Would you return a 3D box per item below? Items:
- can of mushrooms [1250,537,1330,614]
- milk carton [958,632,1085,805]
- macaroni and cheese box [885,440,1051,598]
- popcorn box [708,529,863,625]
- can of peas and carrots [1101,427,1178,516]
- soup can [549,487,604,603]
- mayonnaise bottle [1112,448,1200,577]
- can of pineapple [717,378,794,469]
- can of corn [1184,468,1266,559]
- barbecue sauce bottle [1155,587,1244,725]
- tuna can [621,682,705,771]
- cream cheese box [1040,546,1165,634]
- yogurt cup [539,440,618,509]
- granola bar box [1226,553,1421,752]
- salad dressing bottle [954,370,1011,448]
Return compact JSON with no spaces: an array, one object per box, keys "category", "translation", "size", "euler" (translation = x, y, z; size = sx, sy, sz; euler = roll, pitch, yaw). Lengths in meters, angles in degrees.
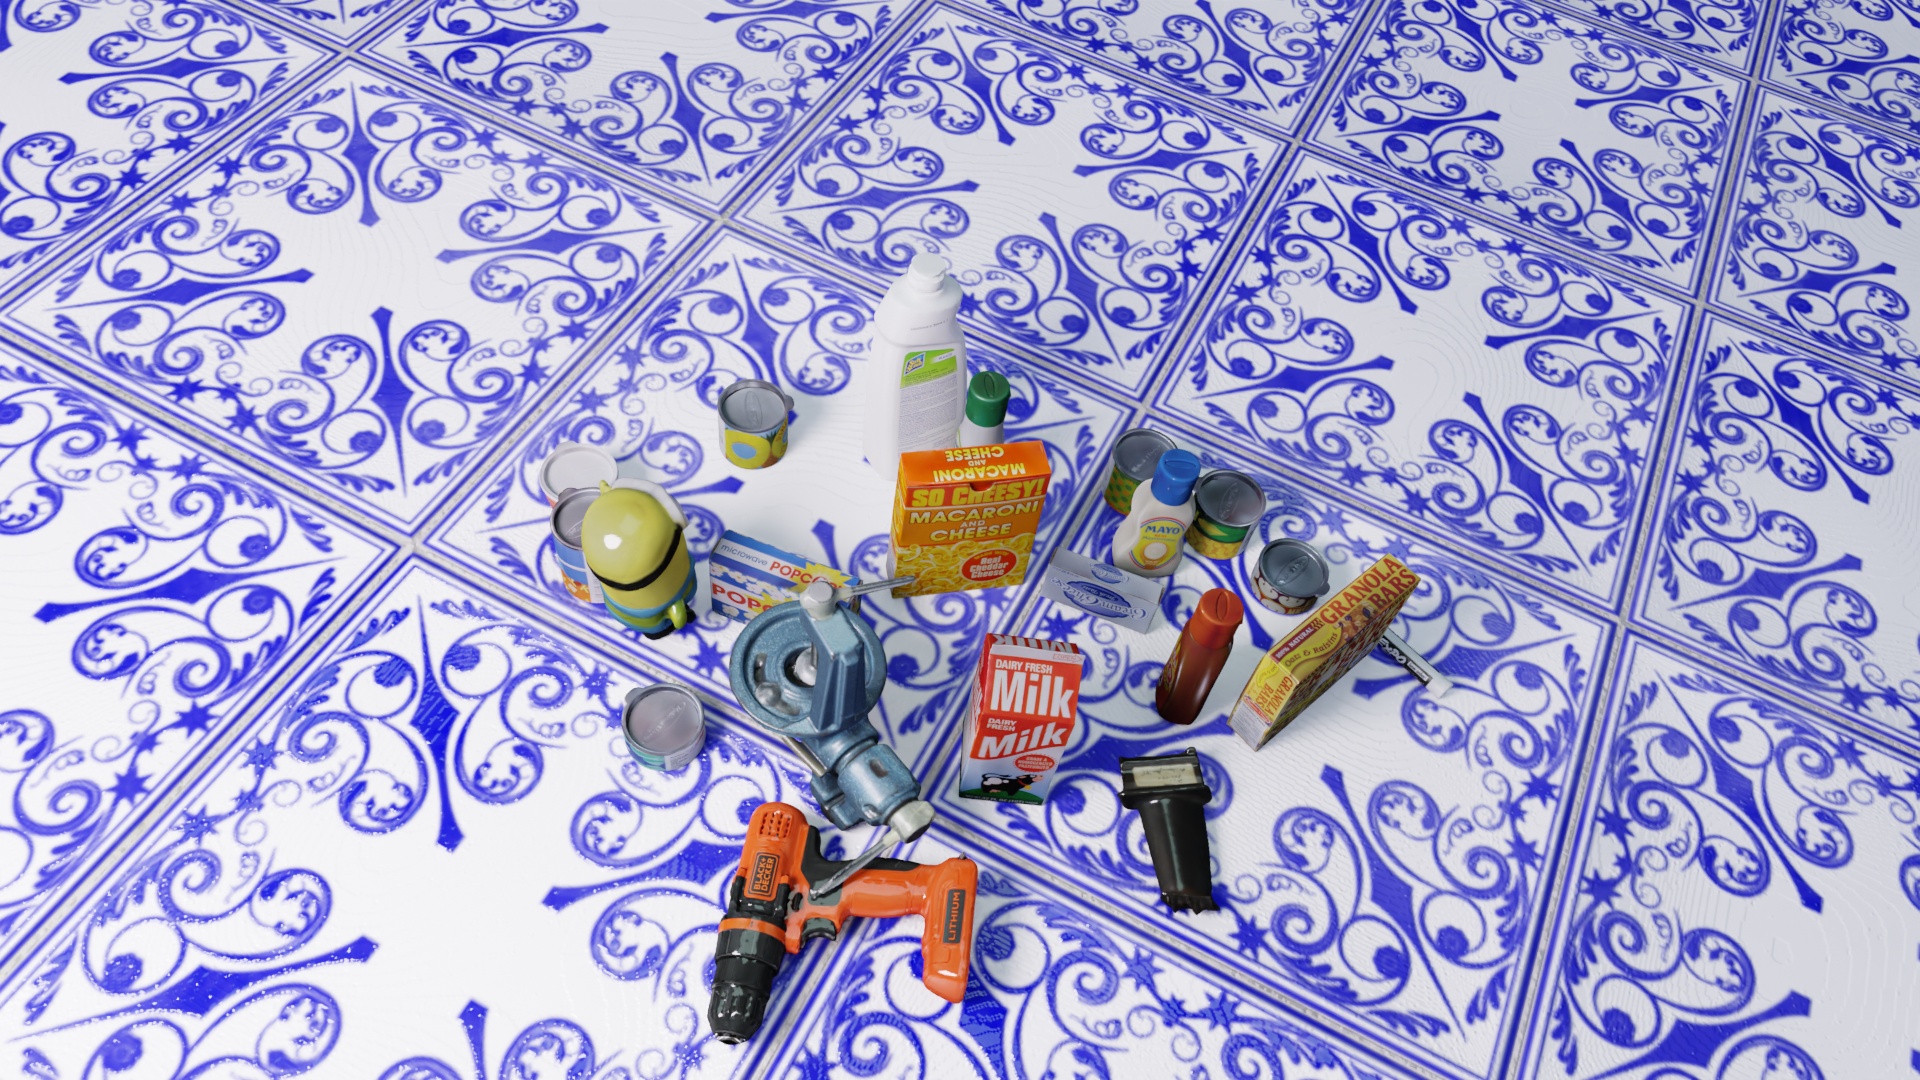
[{"category":"can of mushrooms","translation":[0.306,0.035,1.288],"size":[0.071,0.033,0.071],"euler":[4,54,-5]},{"category":"milk carton","translation":[0.046,0.133,1.085],"size":[0.072,0.189,0.074],"euler":[6,54,-3]},{"category":"macaroni and cheese box","translation":[0.004,-0.015,1.200],"size":[0.124,0.165,0.040],"euler":[-6,56,-12]},{"category":"popcorn box","translation":[-0.150,0.047,1.184],"size":[0.127,0.084,0.038],"euler":[20,55,7]},{"category":"can of peas and carrots","translation":[0.173,-0.063,1.323],"size":[0.071,0.058,0.071],"euler":[4,54,-5]},{"category":"soup can","translation":[-0.315,0.003,1.193],"size":[0.071,0.083,0.072],"euler":[4,54,-5]},{"category":"mayonnaise bottle","translation":[0.179,-0.023,1.241],"size":[0.065,0.147,0.041],"euler":[5,55,-5]},{"category":"can of pineapple","translation":[-0.193,-0.108,1.305],"size":[0.071,0.057,0.071],"euler":[4,54,-5]},{"category":"can of corn","translation":[0.245,-0.025,1.307],"size":[0.071,0.058,0.071],"euler":[4,54,-5]},{"category":"barbecue sauce bottle","translation":[0.200,0.094,1.160],"size":[0.044,0.147,0.065],"euler":[15,54,3]},{"category":"tuna can","translation":[-0.243,0.150,1.129],"size":[0.071,0.032,0.071],"euler":[4,54,-5]},{"category":"cream cheese box","translation":[0.126,0.045,1.243],"size":[0.104,0.053,0.024],"euler":[20,55,7]},{"category":"yogurt cup","translation":[-0.339,-0.045,1.242],"size":[0.072,0.053,0.073],"euler":[4,54,-5]},{"category":"granola bar box","translation":[0.309,0.095,1.189],"size":[0.166,0.123,0.039],"euler":[-34,65,-27]},{"category":"salad dressing bottle","translation":[0.018,-0.094,1.269],"size":[0.044,0.146,0.064],"euler":[-1,55,-9]}]
